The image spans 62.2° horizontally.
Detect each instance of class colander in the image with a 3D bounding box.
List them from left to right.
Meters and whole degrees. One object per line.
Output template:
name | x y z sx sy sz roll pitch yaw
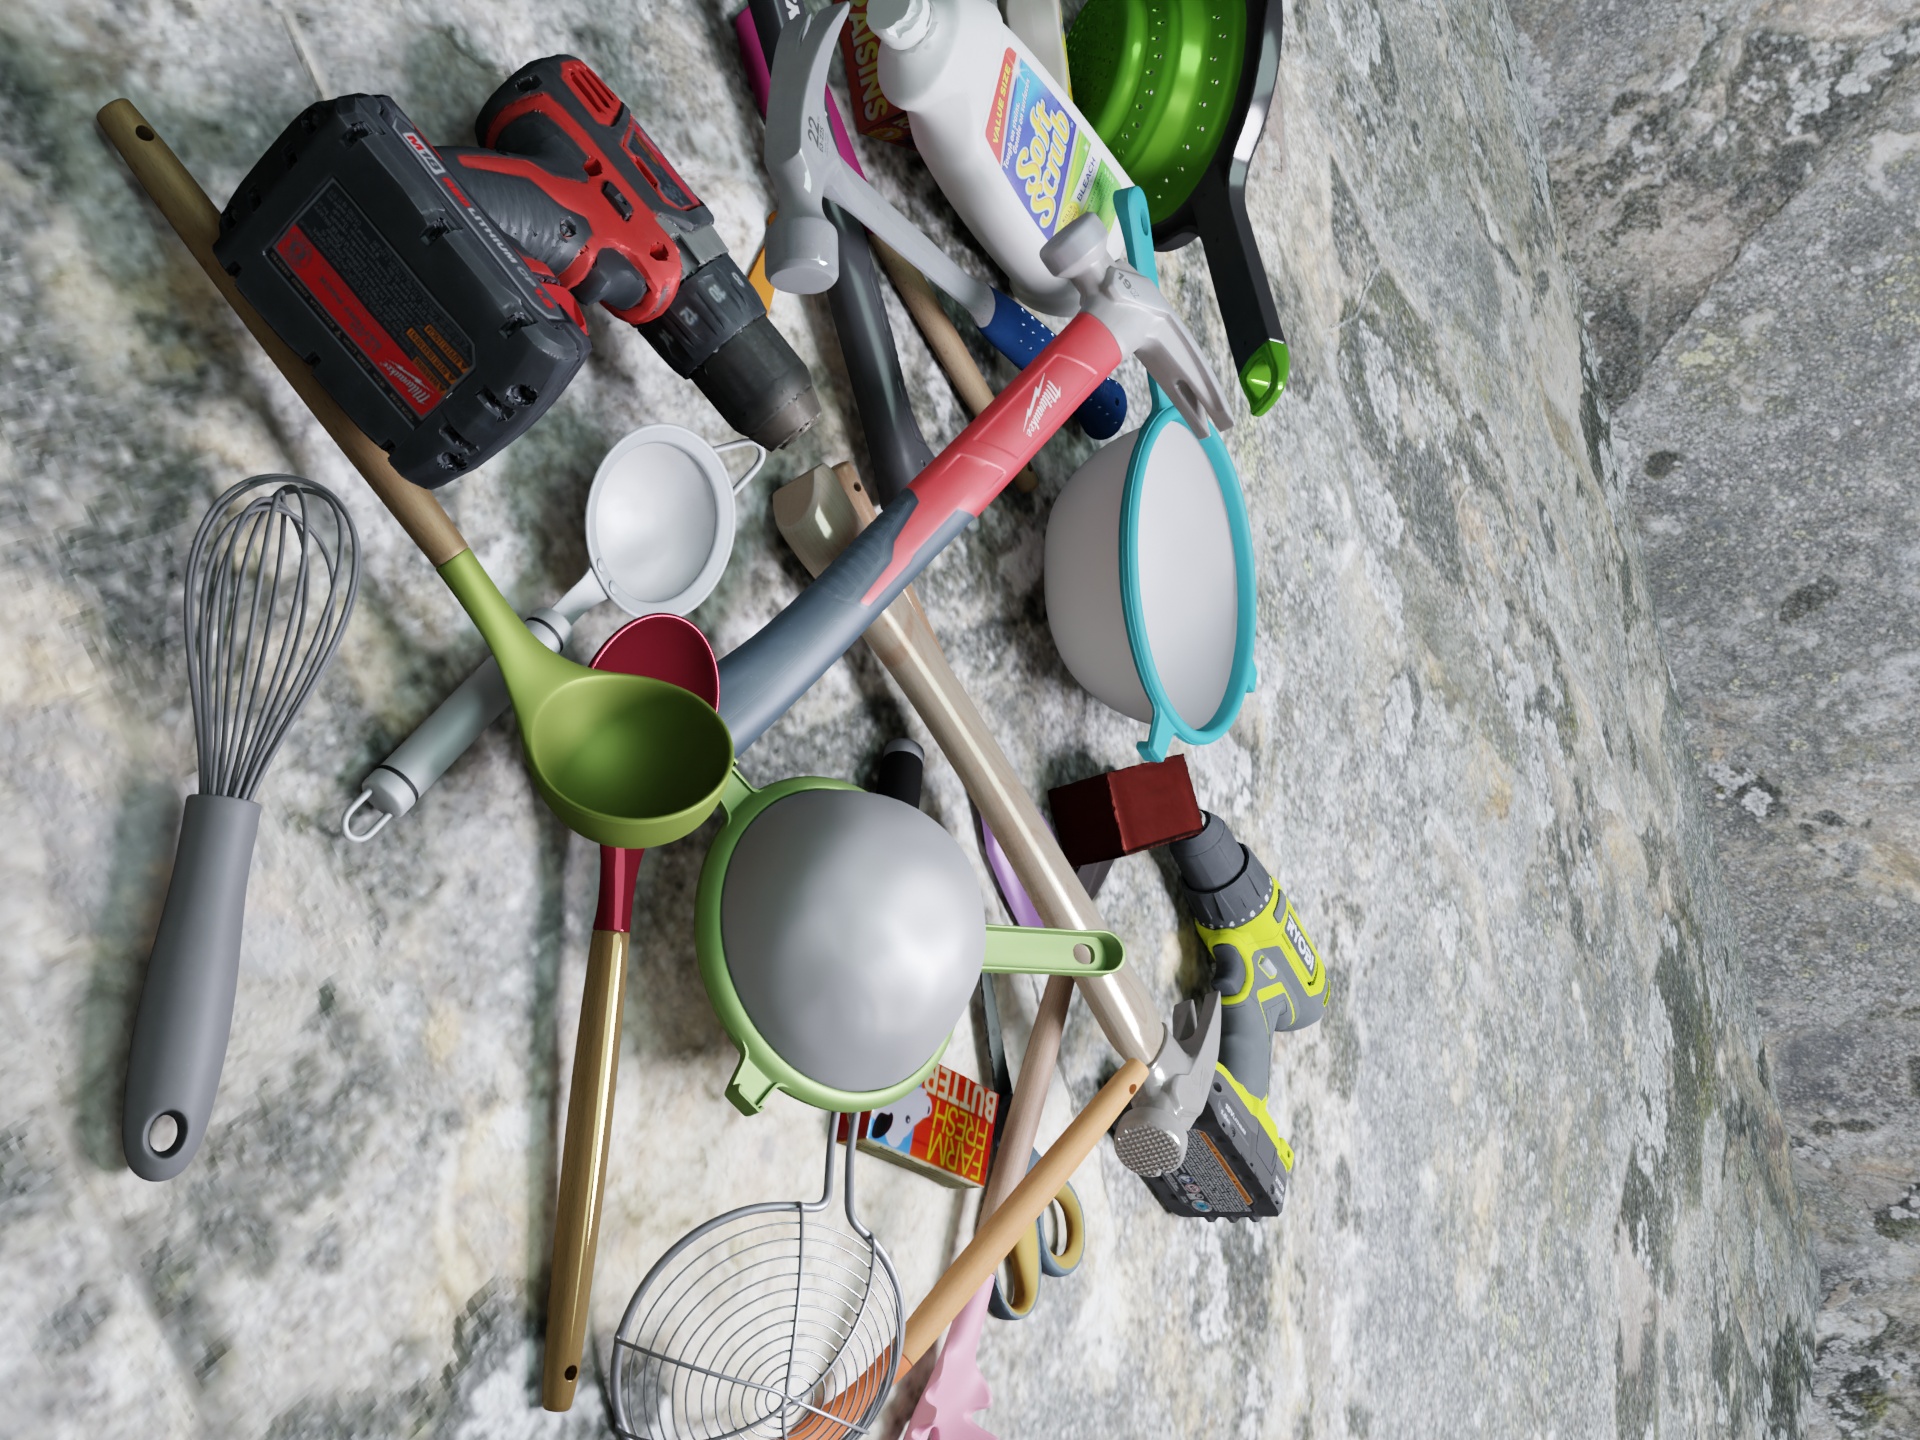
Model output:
colander | 0.133 -0.362 1.039 0.094 0.204 0.398 7 56 -22

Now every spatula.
spatula | -0.006 0.282 0.745 0.323 0.041 0.081 -45 120 -24
spatula | -0.001 -0.003 0.896 0.060 0.018 0.315 -47 121 -42

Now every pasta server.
pasta server | 0.024 0.261 0.829 0.060 0.040 0.316 44 52 -38

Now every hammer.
hammer | -0.072 -0.272 0.828 0.146 0.035 0.334 -37 117 -53
hammer | -0.002 -0.096 0.796 0.143 0.038 0.386 50 61 -16
hammer | 0.008 -0.244 0.897 0.405 0.035 0.144 17 70 -63
hammer | 0.026 0.042 0.859 0.410 0.038 0.146 59 29 -13

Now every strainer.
strainer | -0.167 -0.043 0.654 0.258 0.050 0.086 -56 138 -39
strainer | 0.003 0.096 0.724 0.256 0.069 0.152 11 65 -41
strainer | 0.098 -0.150 0.992 0.211 0.095 0.340 -28 111 -58

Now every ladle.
ladle | -0.194 -0.085 0.575 0.320 0.062 0.078 56 42 -15
ladle | -0.142 0.111 0.642 0.069 0.031 0.315 15 76 -43

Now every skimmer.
skimmer | -0.067 0.165 0.747 0.127 0.090 0.364 30 44 -24

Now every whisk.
whisk | -0.241 0.029 0.527 0.055 0.055 0.239 22 68 -51

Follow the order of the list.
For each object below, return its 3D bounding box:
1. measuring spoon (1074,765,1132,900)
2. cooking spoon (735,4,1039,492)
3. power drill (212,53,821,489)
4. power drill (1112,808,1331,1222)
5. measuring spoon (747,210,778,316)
measuring spoon | 0.089 0.078 1.012 0.034 0.018 0.124 48 51 -20
cooking spoon | -0.034 -0.262 0.916 0.318 0.017 0.069 56 41 -28
power drill | -0.149 -0.164 0.619 0.188 0.080 0.227 51 27 -11
power drill | 0.172 0.189 1.045 0.190 0.080 0.229 57 38 -30
measuring spoon | -0.101 -0.219 0.815 0.021 0.011 0.117 42 49 -41
